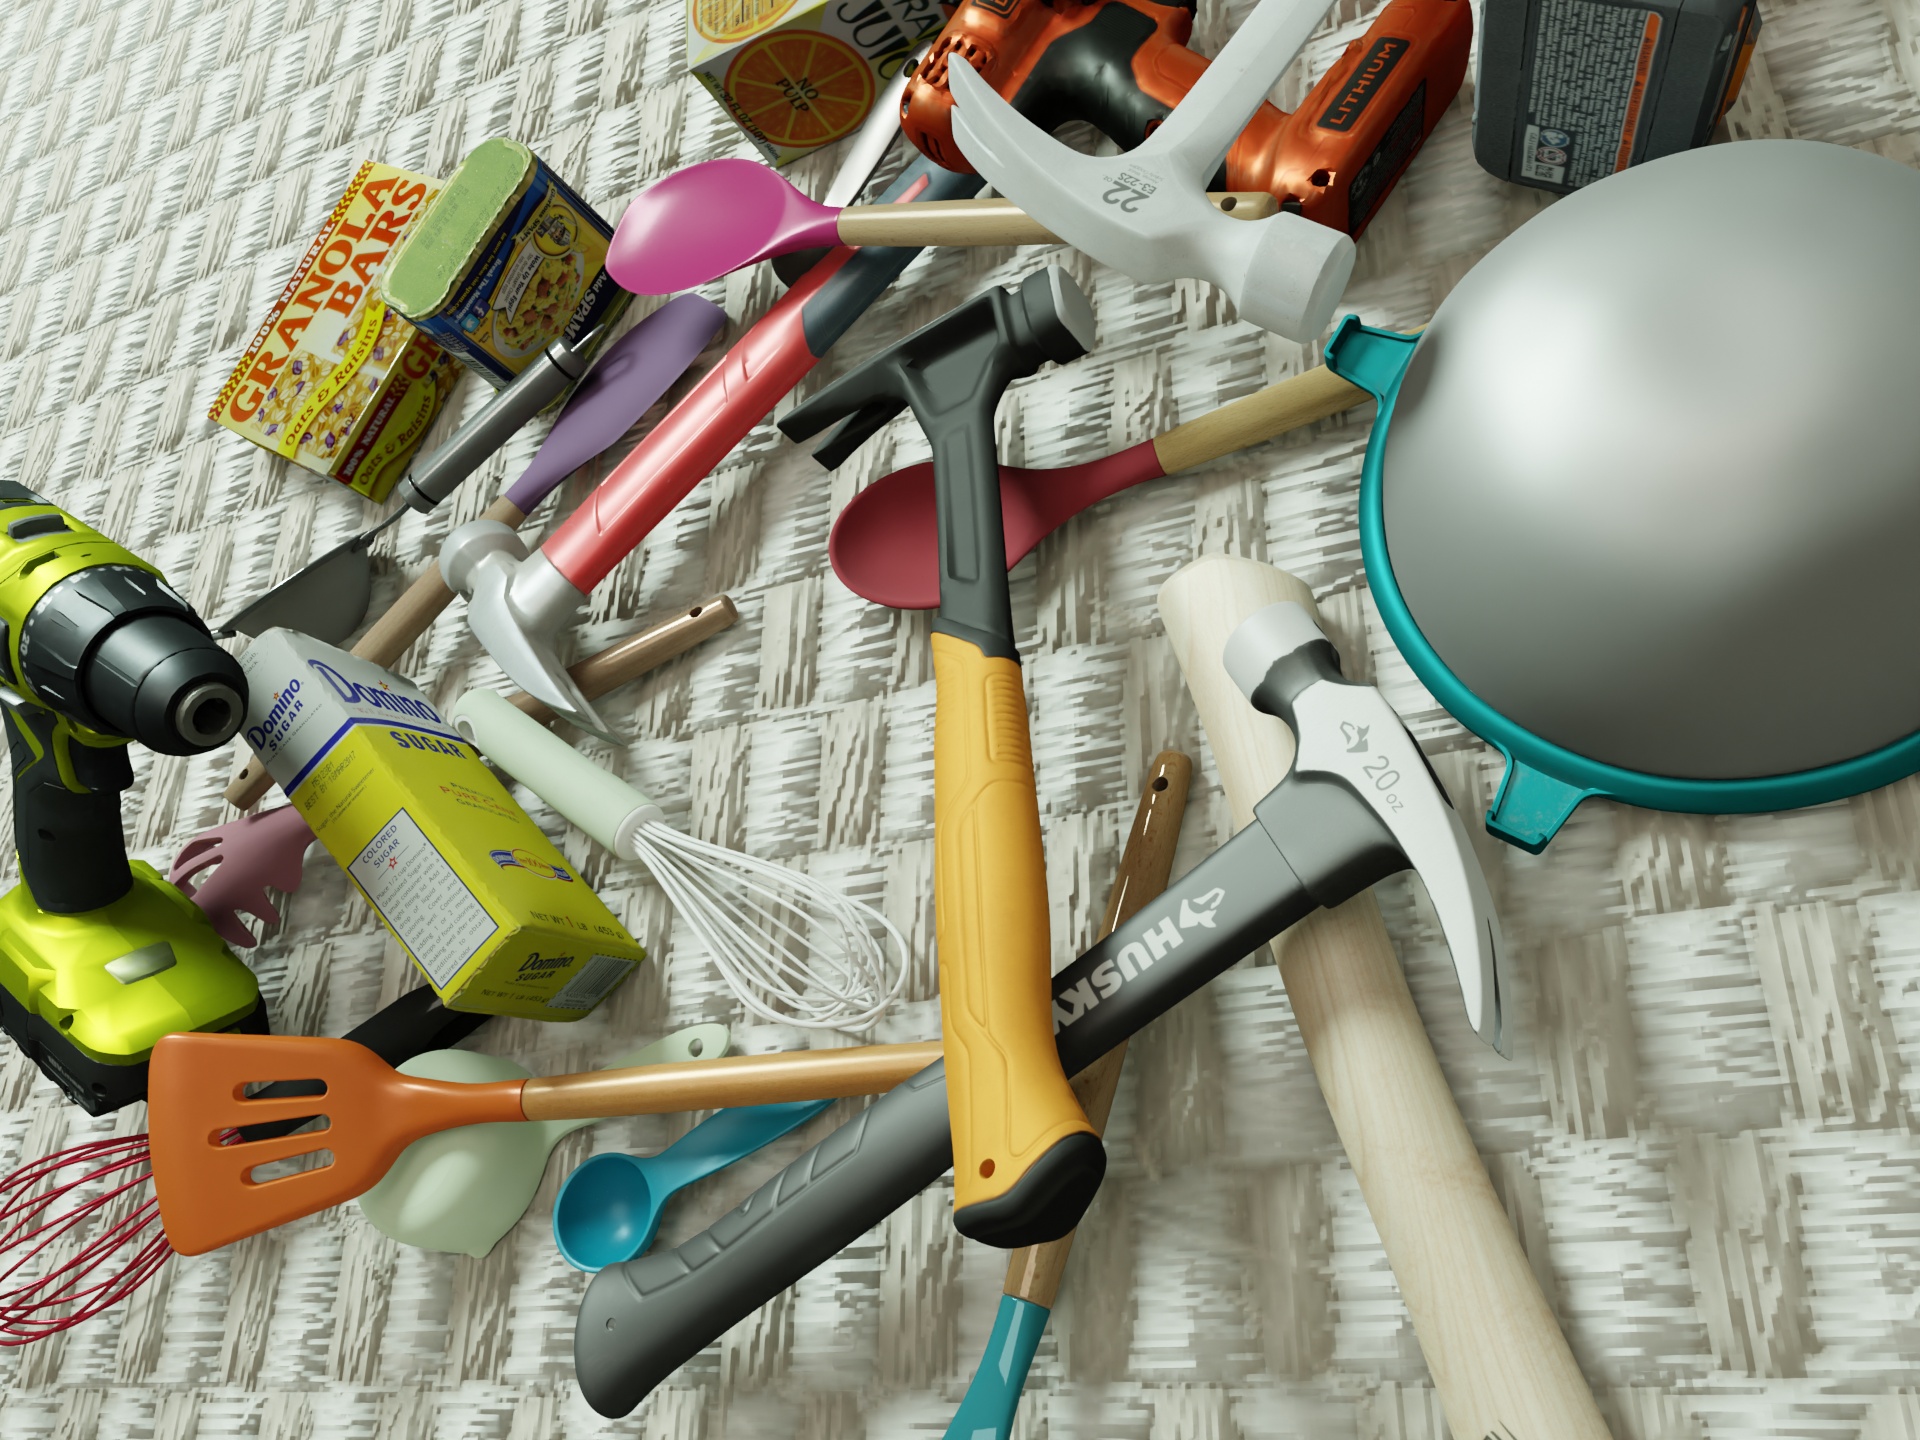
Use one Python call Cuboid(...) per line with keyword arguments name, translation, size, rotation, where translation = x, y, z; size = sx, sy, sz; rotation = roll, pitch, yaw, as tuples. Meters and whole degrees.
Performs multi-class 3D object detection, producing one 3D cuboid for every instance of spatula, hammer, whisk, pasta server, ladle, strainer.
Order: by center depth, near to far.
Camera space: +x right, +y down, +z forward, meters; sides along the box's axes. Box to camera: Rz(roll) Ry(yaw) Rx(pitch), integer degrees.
Cuboid(name="strainer", translation=(0.271, -0.106, 0.432), size=(0.340, 0.095, 0.211), rotation=(-20, 65, 18))
Cuboid(name="hammer", translation=(0.121, 0.128, 0.457), size=(0.146, 0.038, 0.411), rotation=(-26, 58, 18))
Cuboid(name="hammer", translation=(0.009, 0.116, 0.486), size=(0.334, 0.035, 0.146), rotation=(-39, 52, 13))
Cuboid(name="spatula", translation=(0.031, 0.158, 0.502), size=(0.082, 0.044, 0.318), rotation=(6, 68, 31))
Cuboid(name="hammer", translation=(-0.001, -0.002, 0.512), size=(0.127, 0.034, 0.337), rotation=(-23, 52, 26))
Cuboid(name="spatula", translation=(-0.133, 0.134, 0.558), size=(0.322, 0.041, 0.081), rotation=(-8, 86, 13))
Cuboid(name="hammer", translation=(0.148, -0.300, 0.558), size=(0.144, 0.035, 0.406), rotation=(28, 67, 16))
Cuboid(name="ladle", translation=(0.096, -0.107, 0.579), size=(0.315, 0.031, 0.069), rotation=(-19, 59, 19))
Cuboid(name="whisk", translation=(-0.117, 0.046, 0.609), size=(0.246, 0.057, 0.059), rotation=(30, 50, 31))
Cuboid(name="whisk", translation=(-0.307, 0.176, 0.659), size=(0.296, 0.073, 0.073), rotation=(-31, 57, 8))
Cuboid(name="hammer", translation=(-0.055, -0.162, 0.664), size=(0.386, 0.038, 0.143), rotation=(-46, 50, 0))
Cuboid(name="pasta server", translation=(-0.232, 0.021, 0.705), size=(0.316, 0.040, 0.060), rotation=(-26, 59, 13))
Cuboid(name="spatula", translation=(-0.224, -0.081, 0.734), size=(0.316, 0.018, 0.060), rotation=(-49, 49, -7))
Cuboid(name="strainer", translation=(-0.262, -0.101, 0.755), size=(0.258, 0.050, 0.087), rotation=(-39, 11, 10))

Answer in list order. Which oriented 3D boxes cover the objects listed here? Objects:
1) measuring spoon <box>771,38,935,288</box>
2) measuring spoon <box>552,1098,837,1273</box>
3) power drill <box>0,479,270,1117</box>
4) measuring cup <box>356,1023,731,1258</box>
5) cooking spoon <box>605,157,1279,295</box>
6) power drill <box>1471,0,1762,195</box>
Cuboid(name="measuring spoon", translation=(-0.050, -0.249, 0.708), size=(0.034, 0.018, 0.124), rotation=(44, 108, 32))
Cuboid(name="measuring spoon", translation=(-0.088, 0.157, 0.574), size=(0.128, 0.021, 0.042), rotation=(-31, 57, 3))
Cuboid(name="power drill", translation=(-0.334, 0.035, 0.623), size=(0.191, 0.080, 0.228), rotation=(26, 122, 32))
Cuboid(name="measuring cup", translation=(-0.163, 0.146, 0.602), size=(0.167, 0.038, 0.083), rotation=(-27, 59, 19))
Cuboid(name="cooking spoon", translation=(-0.024, -0.195, 0.629), size=(0.319, 0.017, 0.069), rotation=(10, 74, 34))
Cuboid(name="power drill", translation=(0.235, -0.303, 0.504), size=(0.084, 0.164, 0.226), rotation=(19, 81, 19))
